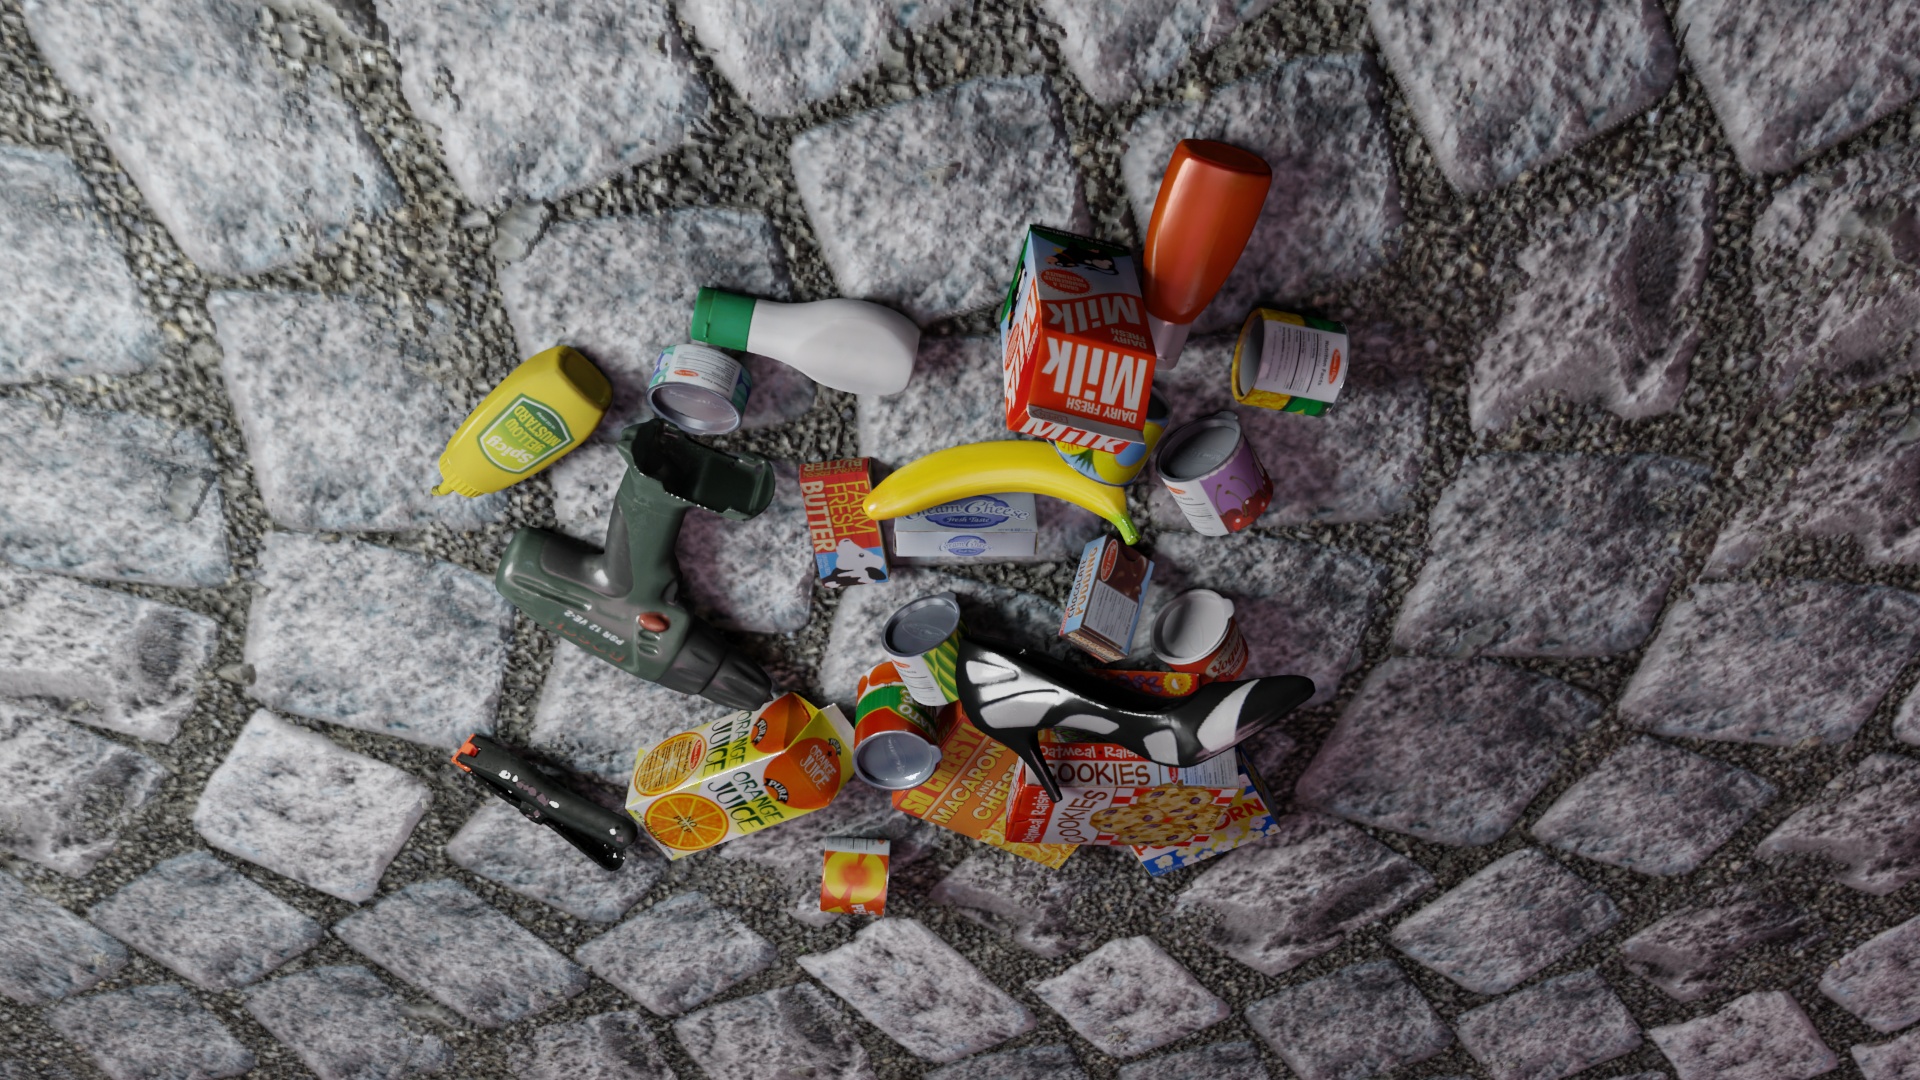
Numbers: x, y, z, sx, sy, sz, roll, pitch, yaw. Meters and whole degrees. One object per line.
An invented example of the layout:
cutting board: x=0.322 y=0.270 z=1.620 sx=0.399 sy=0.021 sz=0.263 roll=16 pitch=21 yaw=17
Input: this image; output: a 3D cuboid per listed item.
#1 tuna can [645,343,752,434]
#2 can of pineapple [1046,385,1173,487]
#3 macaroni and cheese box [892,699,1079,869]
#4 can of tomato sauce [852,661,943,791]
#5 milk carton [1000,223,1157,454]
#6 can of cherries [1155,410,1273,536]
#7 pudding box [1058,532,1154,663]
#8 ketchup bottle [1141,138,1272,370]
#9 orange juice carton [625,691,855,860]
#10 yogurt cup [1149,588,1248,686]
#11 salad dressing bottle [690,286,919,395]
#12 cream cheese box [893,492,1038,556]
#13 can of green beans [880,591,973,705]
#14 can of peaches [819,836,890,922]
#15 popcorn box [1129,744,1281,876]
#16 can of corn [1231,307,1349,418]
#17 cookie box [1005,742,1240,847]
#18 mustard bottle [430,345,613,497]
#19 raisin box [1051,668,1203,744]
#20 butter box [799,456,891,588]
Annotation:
tuna can: x=-0.177 y=-0.101 z=0.942 sx=0.071 sy=0.033 sz=0.070 roll=10 pitch=156 yaw=5
can of pineapple: x=0.104 y=-0.079 z=0.958 sx=0.071 sy=0.071 sz=0.057 roll=19 pitch=123 yaw=-14
macaroni and cheese box: x=0.043 y=0.205 z=1.182 sx=0.166 sy=0.040 sz=0.123 roll=24 pitch=121 yaw=-18
can of tomato sauce: x=-0.050 y=0.146 z=1.110 sx=0.071 sy=0.083 sz=0.070 roll=-1 pitch=126 yaw=-1
milk carton: x=0.070 y=-0.117 z=0.853 sx=0.072 sy=0.191 sz=0.073 roll=12 pitch=125 yaw=-10
can of cherries: x=0.183 y=-0.047 z=0.986 sx=0.071 sy=0.072 sz=0.058 roll=-27 pitch=122 yaw=17
pudding box: x=0.110 y=0.043 z=1.038 sx=0.049 sy=0.084 sz=0.030 roll=30 pitch=153 yaw=-22
ketchup bottle: x=0.147 y=-0.181 z=0.899 sx=0.065 sy=0.044 sz=0.148 roll=11 pitch=125 yaw=-8
orange juice carton: x=-0.171 y=0.188 z=1.144 sx=0.192 sy=0.073 sz=0.071 roll=-21 pitch=123 yaw=13
yogurt cup: x=0.188 y=0.080 z=1.080 sx=0.072 sy=0.073 sz=0.053 roll=-28 pitch=130 yaw=18
salad dressing bottle: x=-0.103 y=-0.137 z=0.927 sx=0.148 sy=0.044 sz=0.064 roll=12 pitch=130 yaw=-7
cream cheese box: x=0.004 y=-0.013 z=1.013 sx=0.104 sy=0.053 sz=0.024 roll=0 pitch=126 yaw=-1
can of green beans: x=-0.020 y=0.085 z=1.077 sx=0.071 sy=0.071 sz=0.057 roll=-18 pitch=125 yaw=12
can of peaches: x=-0.093 y=0.299 z=1.230 sx=0.058 sy=0.071 sz=0.070 roll=5 pitch=126 yaw=-4
popcorn box: x=0.203 y=0.236 z=1.210 sx=0.126 sy=0.038 sz=0.085 roll=-25 pitch=123 yaw=16
can of corn: x=0.220 y=-0.119 z=0.935 sx=0.058 sy=0.071 sz=0.070 roll=9 pitch=126 yaw=-7
cookie box: x=0.125 y=0.205 z=1.110 sx=0.167 sy=0.040 sz=0.122 roll=2 pitch=147 yaw=-4
mustard bottle: x=-0.315 y=-0.070 z=0.967 sx=0.160 sy=0.049 sz=0.065 roll=-34 pitch=119 yaw=21
raisin box: x=0.132 y=0.135 z=1.096 sx=0.123 sy=0.040 sz=0.085 roll=1 pitch=152 yaw=18
butter box: x=-0.085 y=-0.013 z=1.030 sx=0.053 sy=0.024 sz=0.103 roll=-7 pitch=126 yaw=3
